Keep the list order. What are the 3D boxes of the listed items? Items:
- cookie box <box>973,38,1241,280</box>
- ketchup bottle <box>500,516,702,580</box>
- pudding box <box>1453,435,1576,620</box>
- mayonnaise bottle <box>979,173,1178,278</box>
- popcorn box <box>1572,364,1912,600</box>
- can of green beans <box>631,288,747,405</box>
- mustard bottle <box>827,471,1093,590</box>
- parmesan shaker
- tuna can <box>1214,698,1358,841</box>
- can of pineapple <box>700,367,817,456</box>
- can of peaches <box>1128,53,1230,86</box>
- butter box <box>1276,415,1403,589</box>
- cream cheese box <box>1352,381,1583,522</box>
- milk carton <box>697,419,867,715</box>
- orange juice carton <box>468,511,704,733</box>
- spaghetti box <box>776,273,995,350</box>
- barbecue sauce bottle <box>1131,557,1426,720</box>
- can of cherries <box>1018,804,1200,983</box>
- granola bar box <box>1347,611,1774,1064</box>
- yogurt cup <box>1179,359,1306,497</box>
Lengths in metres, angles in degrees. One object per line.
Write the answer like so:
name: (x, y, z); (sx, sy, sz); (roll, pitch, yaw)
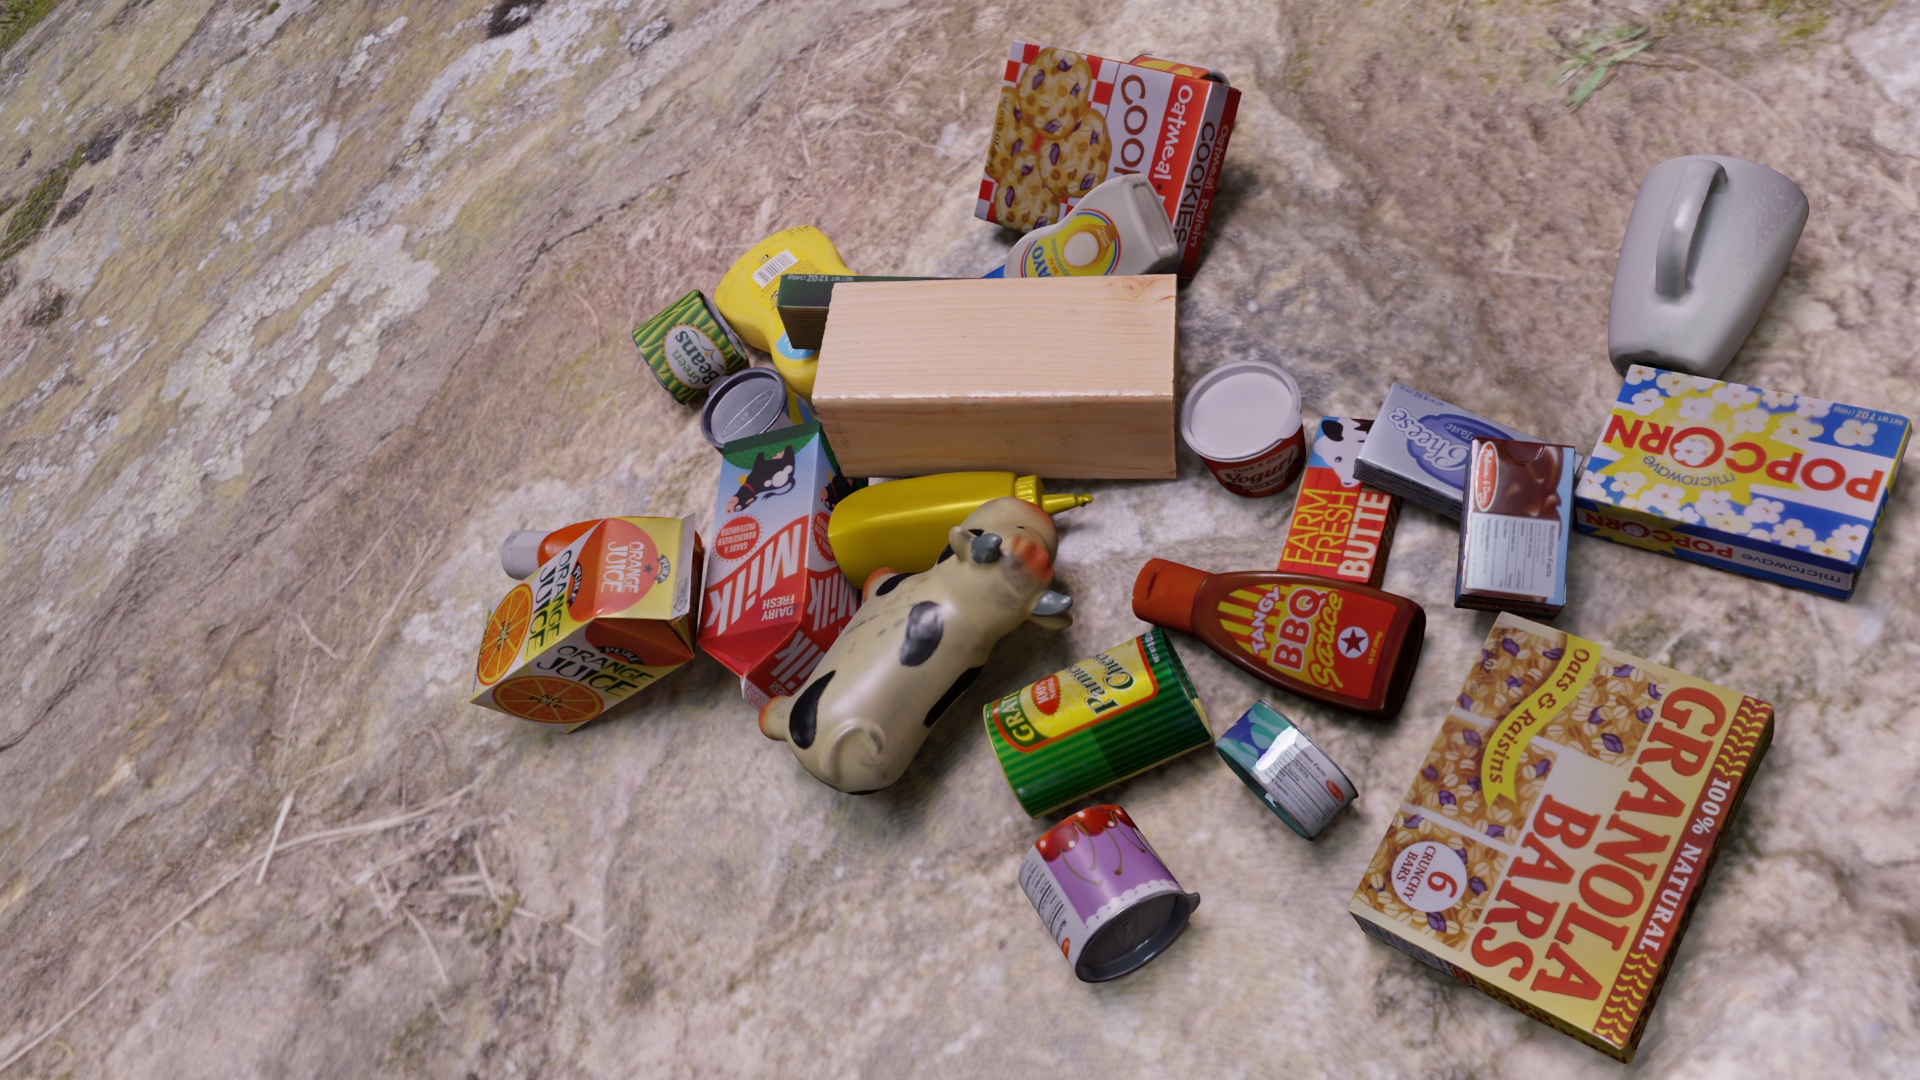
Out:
cookie box: (0.094, -0.255, 0.924); (0.168, 0.040, 0.122); (27, 113, 37)
ketchup bottle: (-0.252, 0.013, 0.961); (0.149, 0.043, 0.065); (3, 61, 28)
pudding box: (0.273, -0.006, 0.685); (0.050, 0.030, 0.084); (6, 77, 14)
mayonnaise bottle: (0.066, -0.179, 0.898); (0.147, 0.064, 0.041); (-22, 4, 40)
popcorn box: (0.378, -0.031, 0.677); (0.127, 0.038, 0.085); (19, 70, 35)
can of green beans: (-0.198, -0.142, 1.020); (0.058, 0.071, 0.071); (-34, 51, 3)
mustard bottle: (0.003, -0.011, 0.837); (0.160, 0.065, 0.049); (-10, 38, 15)
parmesan shaker: (0.072, 0.094, 0.733); (0.103, 0.071, 0.071); (-26, 52, 9)
tuna can: (0.158, 0.112, 0.679); (0.033, 0.071, 0.071); (-44, 51, -3)
can of pineapple: (-0.135, -0.077, 0.951); (0.071, 0.057, 0.071); (-13, 55, 19)
can of peaches: (0.143, -0.291, 0.947); (0.058, 0.071, 0.071); (26, 74, 36)
butter box: (0.212, -0.019, 0.761); (0.053, 0.024, 0.104); (7, 63, 31)
cream cheese box: (0.265, -0.039, 0.729); (0.104, 0.024, 0.053); (25, 73, 16)
milk carton: (-0.109, 0.026, 0.862); (0.073, 0.072, 0.191); (-12, 55, 20)
orange juice carton: (-0.221, 0.049, 0.860); (0.192, 0.073, 0.072); (-30, 47, 37)
spaghetti box: (0.009, -0.143, 0.884); (0.250, 0.050, 0.029); (3, 63, 9)
barbecue sauce bottle: (0.163, 0.044, 0.731); (0.148, 0.043, 0.065); (16, 84, 34)
can of cherries: (0.072, 0.172, 0.683); (0.071, 0.071, 0.058); (-38, 50, 0)
granola bar box: (0.270, 0.128, 0.627); (0.124, 0.039, 0.166); (22, 71, 36)
yogurt cup: (0.165, -0.061, 0.793); (0.072, 0.053, 0.073); (-13, 55, 19)
